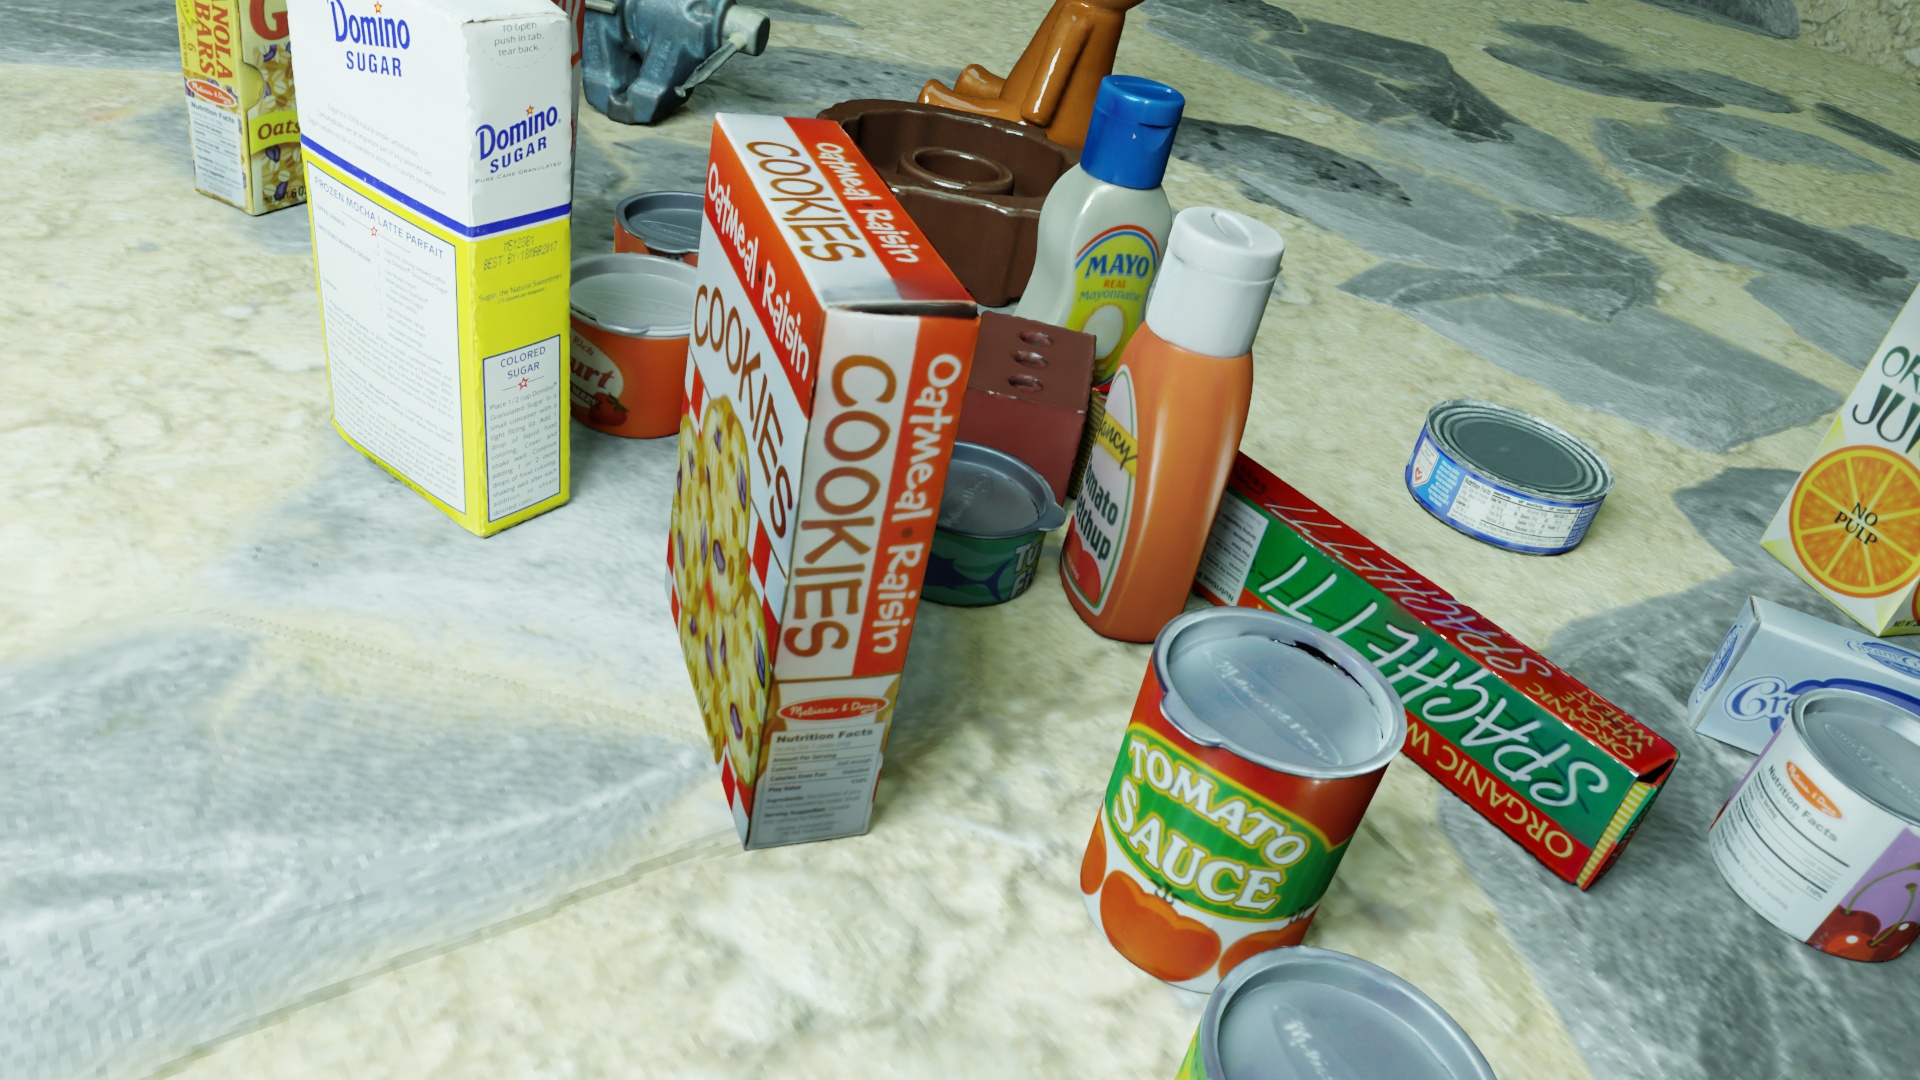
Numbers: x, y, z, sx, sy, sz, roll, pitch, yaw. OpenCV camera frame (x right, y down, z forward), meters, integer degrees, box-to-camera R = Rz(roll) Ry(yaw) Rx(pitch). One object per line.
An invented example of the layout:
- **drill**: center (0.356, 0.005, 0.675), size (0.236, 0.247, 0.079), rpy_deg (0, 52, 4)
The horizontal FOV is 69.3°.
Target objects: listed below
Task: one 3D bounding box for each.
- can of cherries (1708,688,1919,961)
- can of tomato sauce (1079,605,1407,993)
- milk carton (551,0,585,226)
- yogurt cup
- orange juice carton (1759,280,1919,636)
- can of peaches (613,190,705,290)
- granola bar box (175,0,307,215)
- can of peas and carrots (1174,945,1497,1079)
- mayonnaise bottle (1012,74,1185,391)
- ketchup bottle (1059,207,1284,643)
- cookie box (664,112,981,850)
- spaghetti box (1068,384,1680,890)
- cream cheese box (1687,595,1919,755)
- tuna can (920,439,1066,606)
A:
- **can of cherries**: center (0.289, 0.091, 0.446), size (0.071, 0.058, 0.072), rpy_deg (10, 33, -6)
- **can of tomato sauce**: center (0.072, 0.071, 0.375), size (0.071, 0.082, 0.071), rpy_deg (10, 33, -6)
- **milk carton**: center (-0.200, -0.178, 0.556), size (0.072, 0.189, 0.074), rpy_deg (16, 32, 4)
- **yogurt cup**: center (-0.128, -0.077, 0.554), size (0.072, 0.053, 0.073), rpy_deg (10, 33, -6)
- **orange juice carton**: center (0.444, -0.056, 0.602), size (0.072, 0.191, 0.073), rpy_deg (-2, 35, -22)
- **can of peaches**: center (-0.120, -0.113, 0.608), size (0.071, 0.057, 0.071), rpy_deg (10, 33, -6)
- **granola bar box**: center (-0.293, -0.240, 0.676), size (0.039, 0.123, 0.166), rpy_deg (24, 34, 16)
- **can of peas and carrots**: center (0.074, 0.134, 0.301), size (0.071, 0.058, 0.071), rpy_deg (10, 33, -6)
- **mayonnaise bottle**: center (0.061, -0.126, 0.610), size (0.065, 0.147, 0.041), rpy_deg (-3, 36, -24)
- **ketchup bottle**: center (0.073, -0.039, 0.482), size (0.043, 0.148, 0.065), rpy_deg (3, 34, -15)
- **cookie box**: center (-0.047, -0.018, 0.389), size (0.040, 0.166, 0.123), rpy_deg (-2, 36, -23)
- **spaghetti box**: center (0.133, 0.023, 0.501), size (0.029, 0.050, 0.251), rpy_deg (-15, 42, -37)
- **cream cheese box**: center (0.329, 0.063, 0.507), size (0.104, 0.053, 0.024), rpy_deg (21, 33, 12)
- **tuna can**: center (0.002, -0.006, 0.513), size (0.071, 0.032, 0.071), rpy_deg (10, 33, -6)
